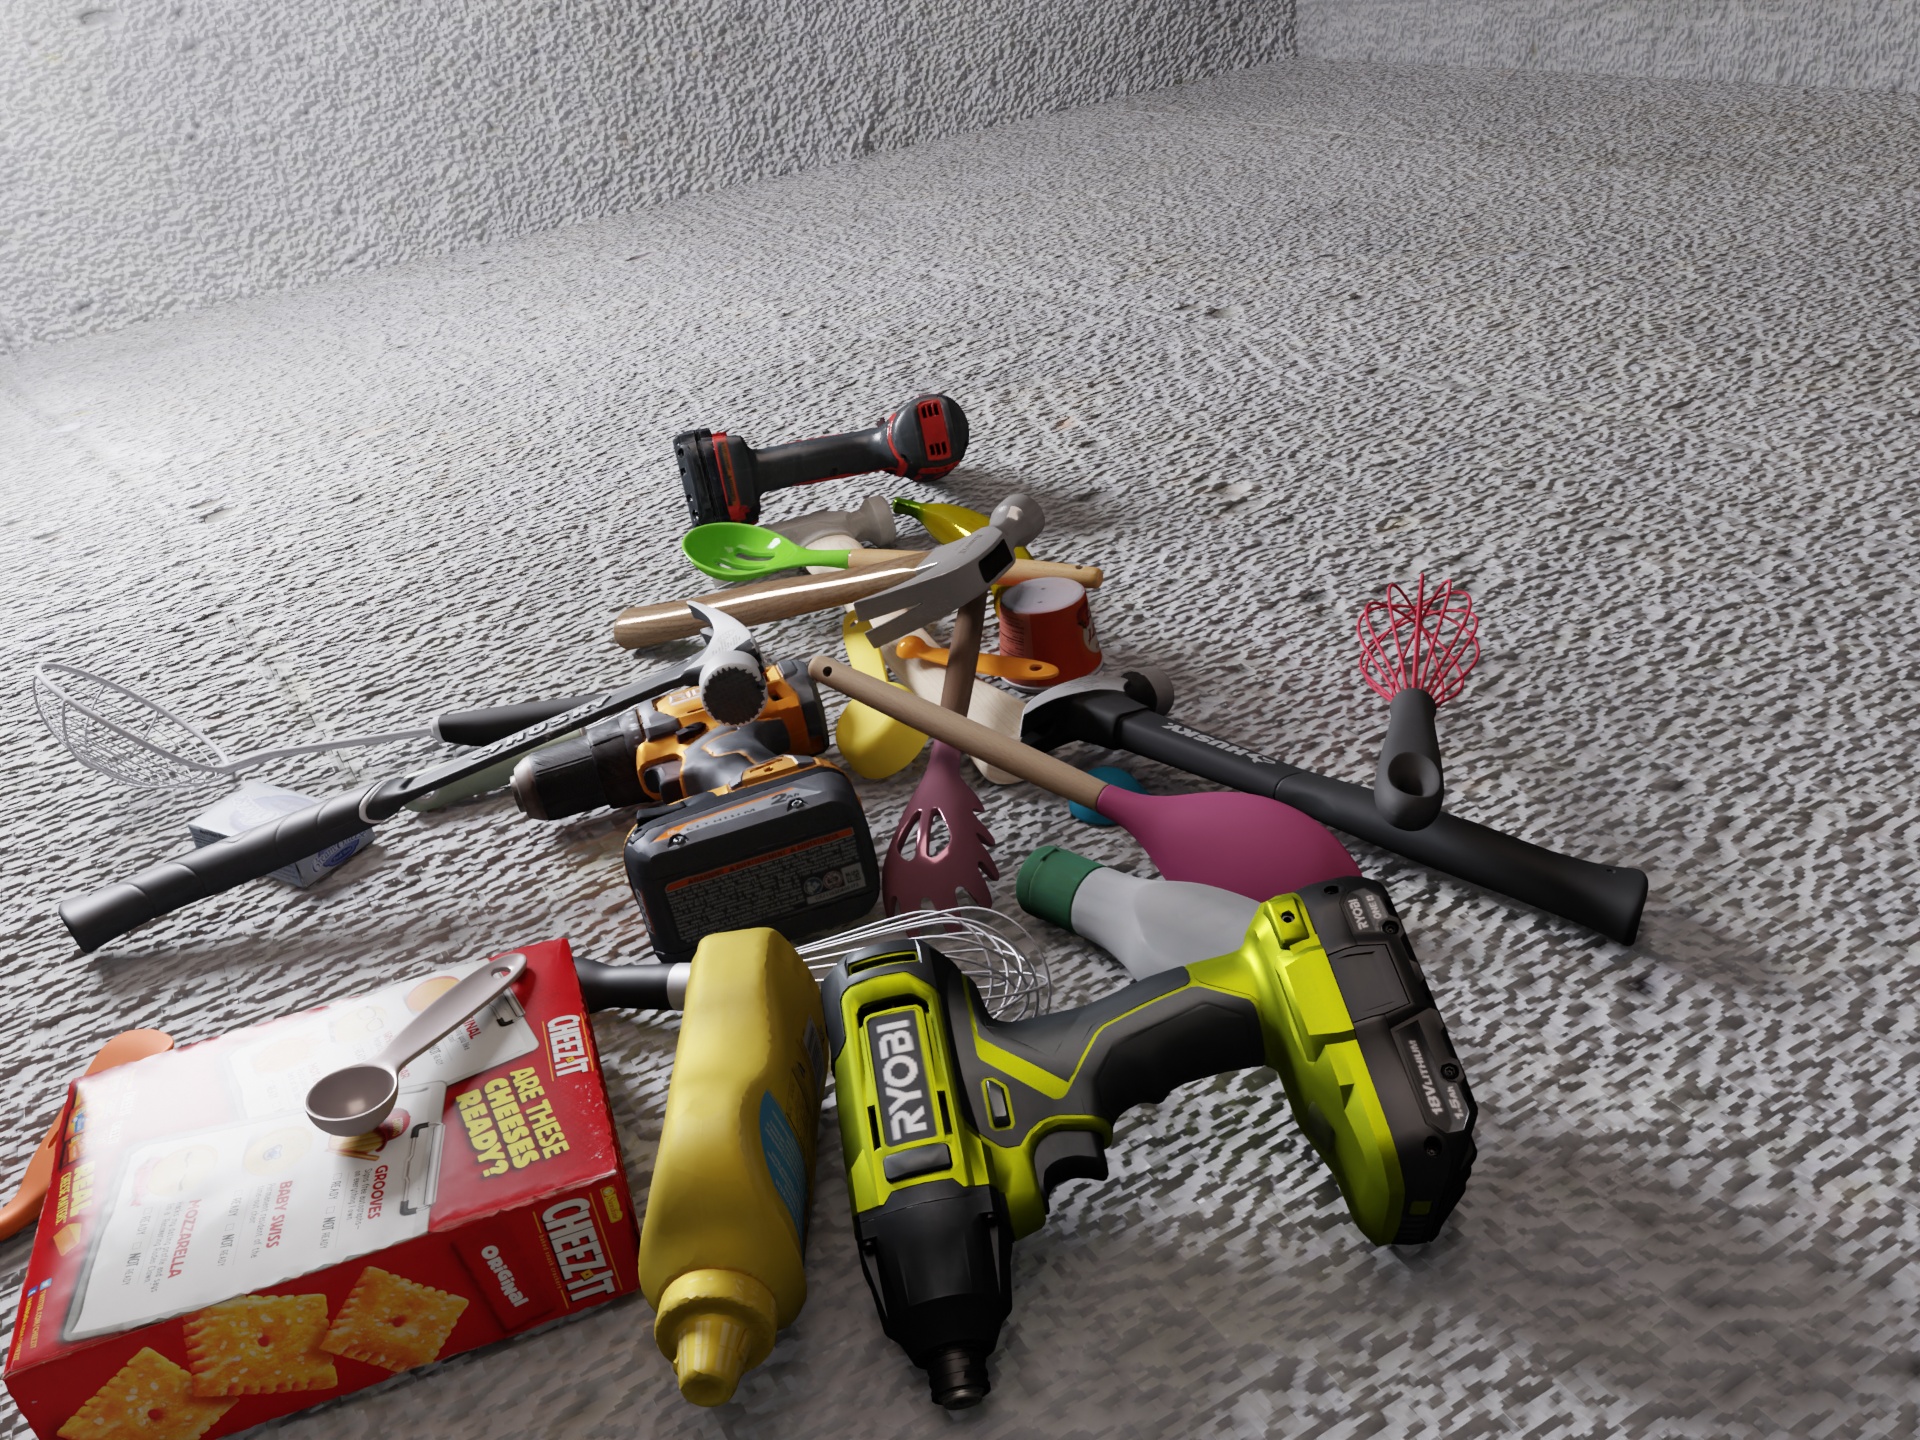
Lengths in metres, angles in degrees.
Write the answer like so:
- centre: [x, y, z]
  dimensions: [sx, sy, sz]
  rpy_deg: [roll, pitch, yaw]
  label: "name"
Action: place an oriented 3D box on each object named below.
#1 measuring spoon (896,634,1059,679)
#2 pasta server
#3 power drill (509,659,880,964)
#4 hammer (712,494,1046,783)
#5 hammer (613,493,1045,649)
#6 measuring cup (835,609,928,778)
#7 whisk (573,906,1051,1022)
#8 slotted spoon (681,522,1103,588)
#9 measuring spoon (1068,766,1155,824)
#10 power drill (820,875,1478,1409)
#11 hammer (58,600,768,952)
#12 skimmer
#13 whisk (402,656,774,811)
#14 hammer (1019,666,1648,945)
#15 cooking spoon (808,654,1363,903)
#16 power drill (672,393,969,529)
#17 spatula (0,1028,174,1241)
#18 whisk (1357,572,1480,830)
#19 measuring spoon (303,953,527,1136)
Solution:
- centre: [0.009, -0.039, 0.964]
  dimensions: [0.117, 0.011, 0.021]
  rpy_deg: [11, 37, 34]
  label: "measuring spoon"
- centre: [-0.001, -0.003, 0.900]
  dimensions: [0.060, 0.040, 0.316]
  rpy_deg: [-9, 36, 14]
  label: "pasta server"
- centre: [-0.149, 0.045, 0.864]
  dimensions: [0.185, 0.084, 0.226]
  rpy_deg: [-17, 26, -10]
  label: "power drill"
- centre: [-0.055, -0.059, 1.065]
  dimensions: [0.146, 0.038, 0.411]
  rpy_deg: [-18, 30, -14]
  label: "hammer"
- centre: [-0.109, -0.079, 1.033]
  dimensions: [0.331, 0.031, 0.130]
  rpy_deg: [-7, 28, 38]
  label: "hammer"
- centre: [-0.059, -0.027, 0.969]
  dimensions: [0.062, 0.029, 0.157]
  rpy_deg: [-34, 41, 12]
  label: "measuring cup"
- centre: [-0.095, 0.124, 0.734]
  dimensions: [0.284, 0.070, 0.070]
  rpy_deg: [-4, 29, 19]
  label: "whisk"
- centre: [-0.052, -0.106, 1.085]
  dimensions: [0.314, 0.031, 0.070]
  rpy_deg: [6, 35, 25]
  label: "slotted spoon"
- centre: [0.120, 0.039, 0.854]
  dimensions: [0.128, 0.021, 0.042]
  rpy_deg: [3, 31, 20]
  label: "measuring spoon"
- centre: [0.067, 0.150, 0.596]
  dimensions: [0.223, 0.080, 0.171]
  rpy_deg: [-12, 51, -1]
  label: "power drill"
- centre: [-0.301, 0.034, 0.877]
  dimensions: [0.409, 0.036, 0.149]
  rpy_deg: [-23, 23, -2]
  label: "hammer"
- centre: [-0.400, -0.015, 1.024]
  dimensions: [0.363, 0.090, 0.127]
  rpy_deg: [-7, -3, -2]
  label: "skimmer"
- centre: [-0.226, 0.009, 0.989]
  dimensions: [0.246, 0.058, 0.059]
  rpy_deg: [-18, -4, -11]
  label: "whisk"
- centre: [0.178, 0.039, 0.802]
  dimensions: [0.335, 0.035, 0.146]
  rpy_deg: [22, 24, 37]
  label: "hammer"
- centre: [0.050, 0.030, 0.802]
  dimensions: [0.319, 0.069, 0.017]
  rpy_deg: [24, -1, 26]
  label: "cooking spoon"
- centre: [-0.107, -0.205, 1.275]
  dimensions: [0.226, 0.080, 0.188]
  rpy_deg: [-13, 4, -5]
  label: "power drill"
- centre: [-0.462, 0.238, 0.637]
  dimensions: [0.081, 0.041, 0.322]
  rpy_deg: [-7, 24, 45]
  label: "spatula"
- centre: [0.241, -0.014, 0.844]
  dimensions: [0.073, 0.073, 0.296]
  rpy_deg: [1, 23, 17]
  label: "whisk"
- centre: [-0.215, 0.132, 0.648]
  dimensions: [0.034, 0.018, 0.124]
  rpy_deg: [8, 25, 21]
  label: "measuring spoon"
